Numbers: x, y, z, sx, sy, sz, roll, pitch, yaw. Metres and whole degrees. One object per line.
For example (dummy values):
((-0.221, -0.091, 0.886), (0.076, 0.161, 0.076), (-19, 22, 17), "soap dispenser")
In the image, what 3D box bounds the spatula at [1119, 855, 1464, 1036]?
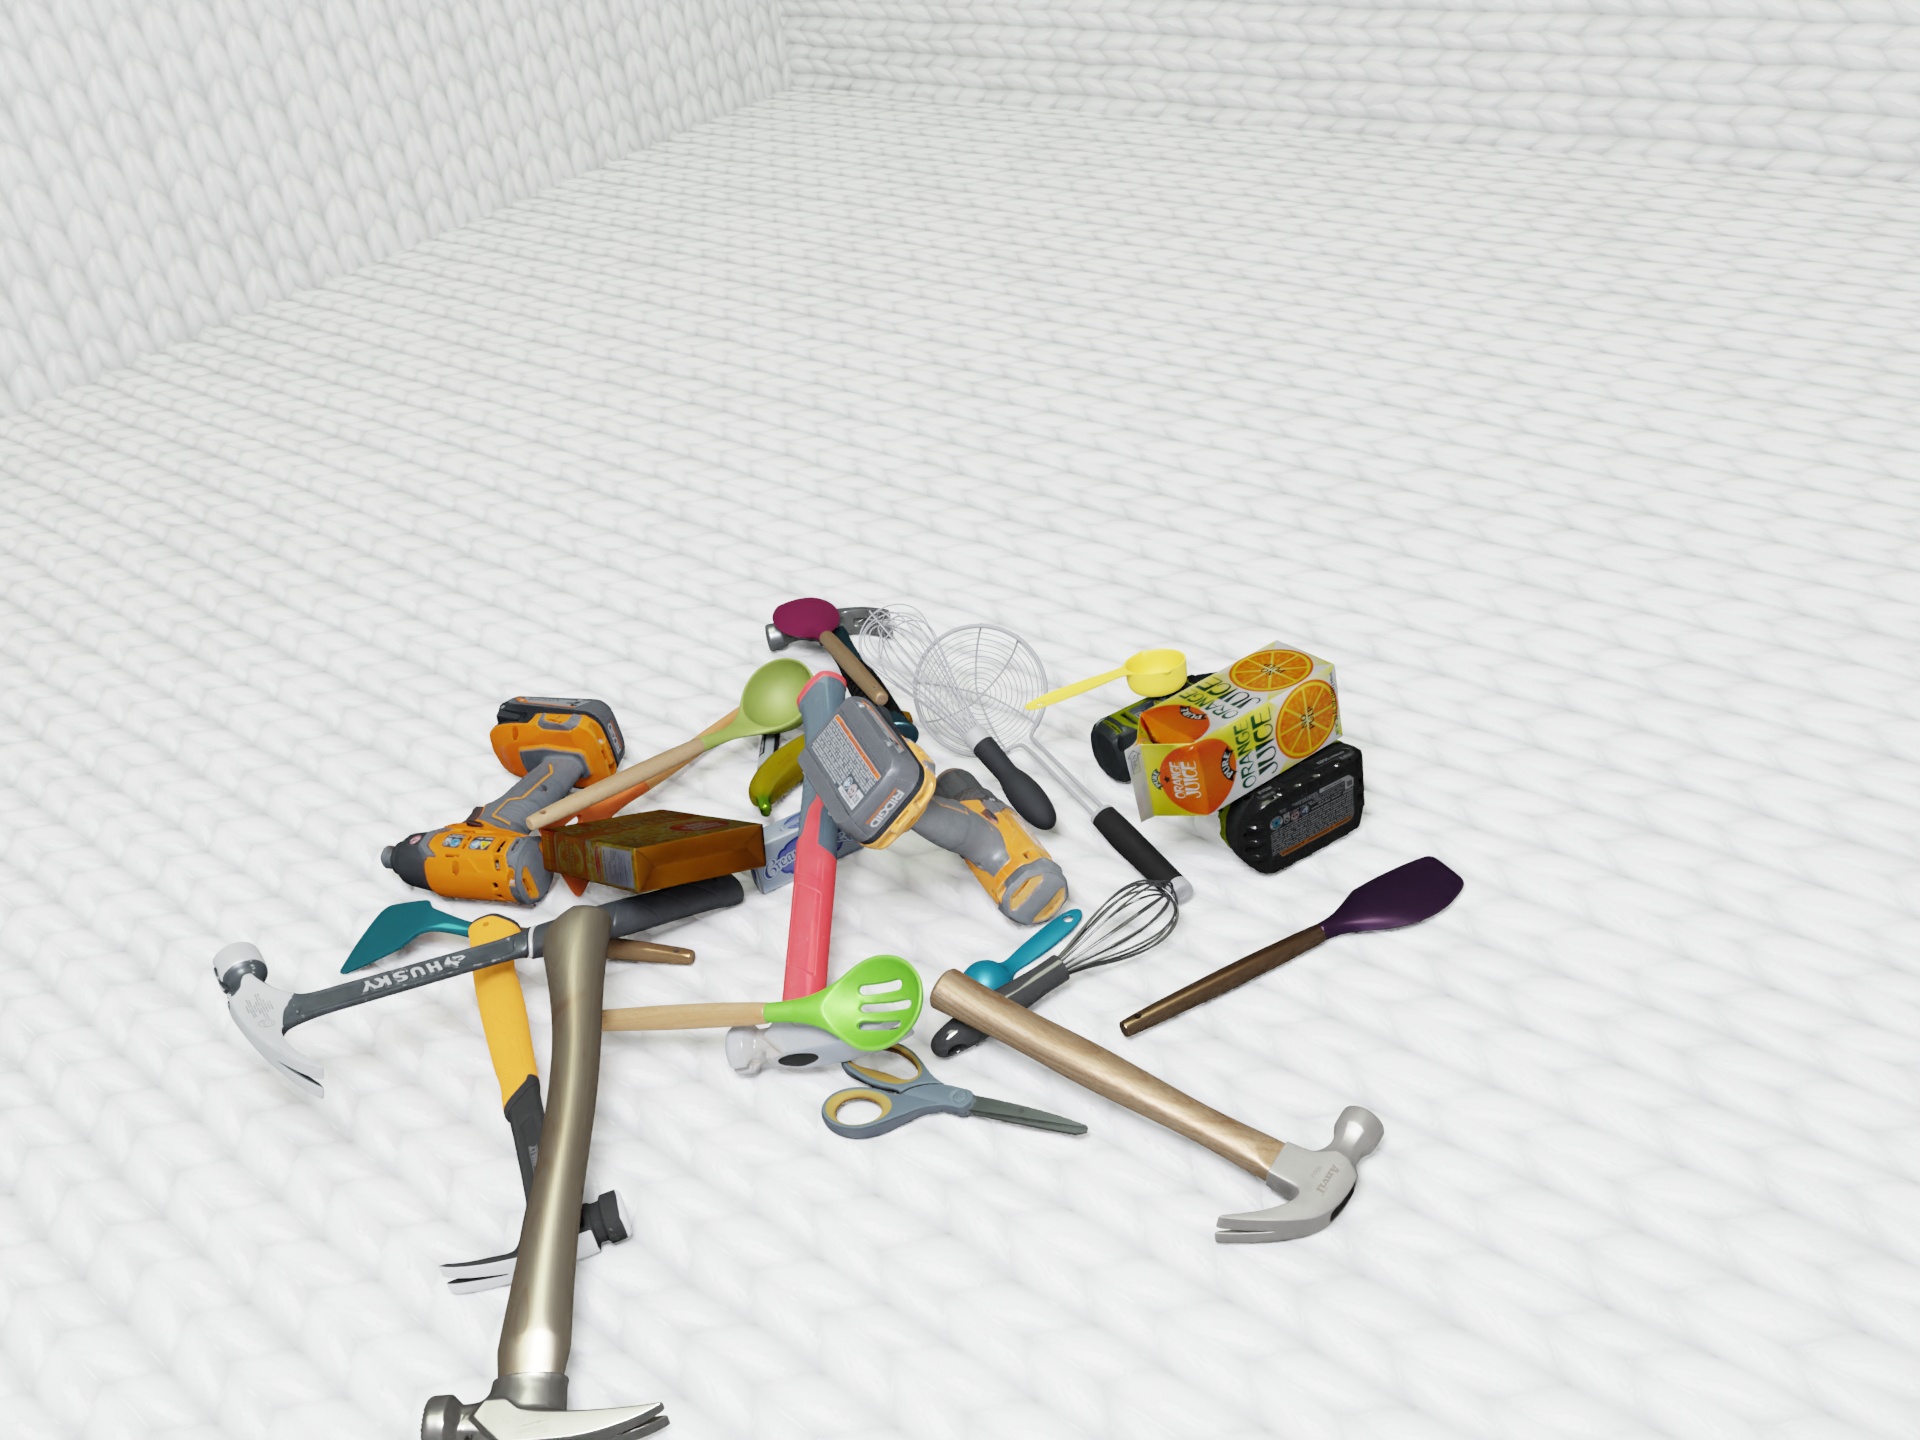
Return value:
((0.261, 0.177, 1.240), (0.316, 0.018, 0.060), (-21, 38, -18), "spatula")

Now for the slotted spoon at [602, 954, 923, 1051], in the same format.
((-0.167, 0.218, 1.193), (0.314, 0.031, 0.070), (-7, 66, 21), "slotted spoon")

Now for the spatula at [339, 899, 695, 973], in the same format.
((-0.376, 0.191, 1.357), (0.317, 0.044, 0.082), (5, 38, 11), "spatula")

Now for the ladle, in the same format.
((-0.260, 0.022, 1.461), (0.078, 0.062, 0.320), (32, 42, 32), "ladle")

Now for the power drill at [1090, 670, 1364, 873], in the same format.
((0.244, 0.030, 1.399), (0.171, 0.080, 0.223), (-25, 35, -19), "power drill")

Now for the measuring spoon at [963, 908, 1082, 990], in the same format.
((0.051, 0.181, 1.275), (0.128, 0.021, 0.042), (-34, 43, -29), "measuring spoon")

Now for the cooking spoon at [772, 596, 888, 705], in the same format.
((-0.126, -0.075, 1.580), (0.068, 0.017, 0.319), (-16, 26, -15), "cooking spoon")

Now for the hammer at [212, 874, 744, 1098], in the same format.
((-0.355, 0.182, 1.256), (0.409, 0.036, 0.149), (-13, 41, -36), "hammer")

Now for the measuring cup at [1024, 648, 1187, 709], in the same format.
((0.133, -0.026, 1.441), (0.156, 0.029, 0.062), (-19, 25, -10), "measuring cup")

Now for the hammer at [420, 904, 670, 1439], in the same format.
((-0.266, 0.297, 1.104), (0.146, 0.038, 0.411), (-3, 45, -2), "hammer")

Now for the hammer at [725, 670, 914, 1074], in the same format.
((-0.105, 0.106, 1.312), (0.143, 0.038, 0.387), (-13, 47, 15), "hammer")

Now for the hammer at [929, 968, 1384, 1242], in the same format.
((0.118, 0.259, 1.120), (0.331, 0.031, 0.130), (23, 47, 28), "hammer")

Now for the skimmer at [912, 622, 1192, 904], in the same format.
((0.081, 0.037, 1.411), (0.127, 0.090, 0.364), (-40, 43, -4), "skimmer")

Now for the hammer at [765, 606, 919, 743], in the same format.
((-0.103, -0.045, 1.572), (0.128, 0.033, 0.331), (-15, 26, -11), "hammer")

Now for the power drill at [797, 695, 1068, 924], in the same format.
((-0.026, 0.065, 1.307), (0.084, 0.226, 0.186), (-50, 39, 9), "power drill")

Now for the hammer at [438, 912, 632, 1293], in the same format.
((-0.343, 0.271, 1.204), (0.127, 0.034, 0.337), (-17, 41, -12), "hammer")

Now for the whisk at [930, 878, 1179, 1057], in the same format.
((0.076, 0.194, 1.238), (0.239, 0.055, 0.055), (-30, 40, -19), "whisk")

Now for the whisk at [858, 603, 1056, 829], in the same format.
((-0.003, -0.004, 1.430), (0.070, 0.070, 0.285), (-26, 59, -23), "whisk")

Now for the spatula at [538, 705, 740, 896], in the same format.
((-0.279, 0.049, 1.510), (0.041, 0.081, 0.323), (-7, 24, 42), "spatula")

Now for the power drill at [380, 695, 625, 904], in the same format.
((-0.426, 0.075, 1.480), (0.164, 0.084, 0.227), (2, 41, 17), "power drill")
